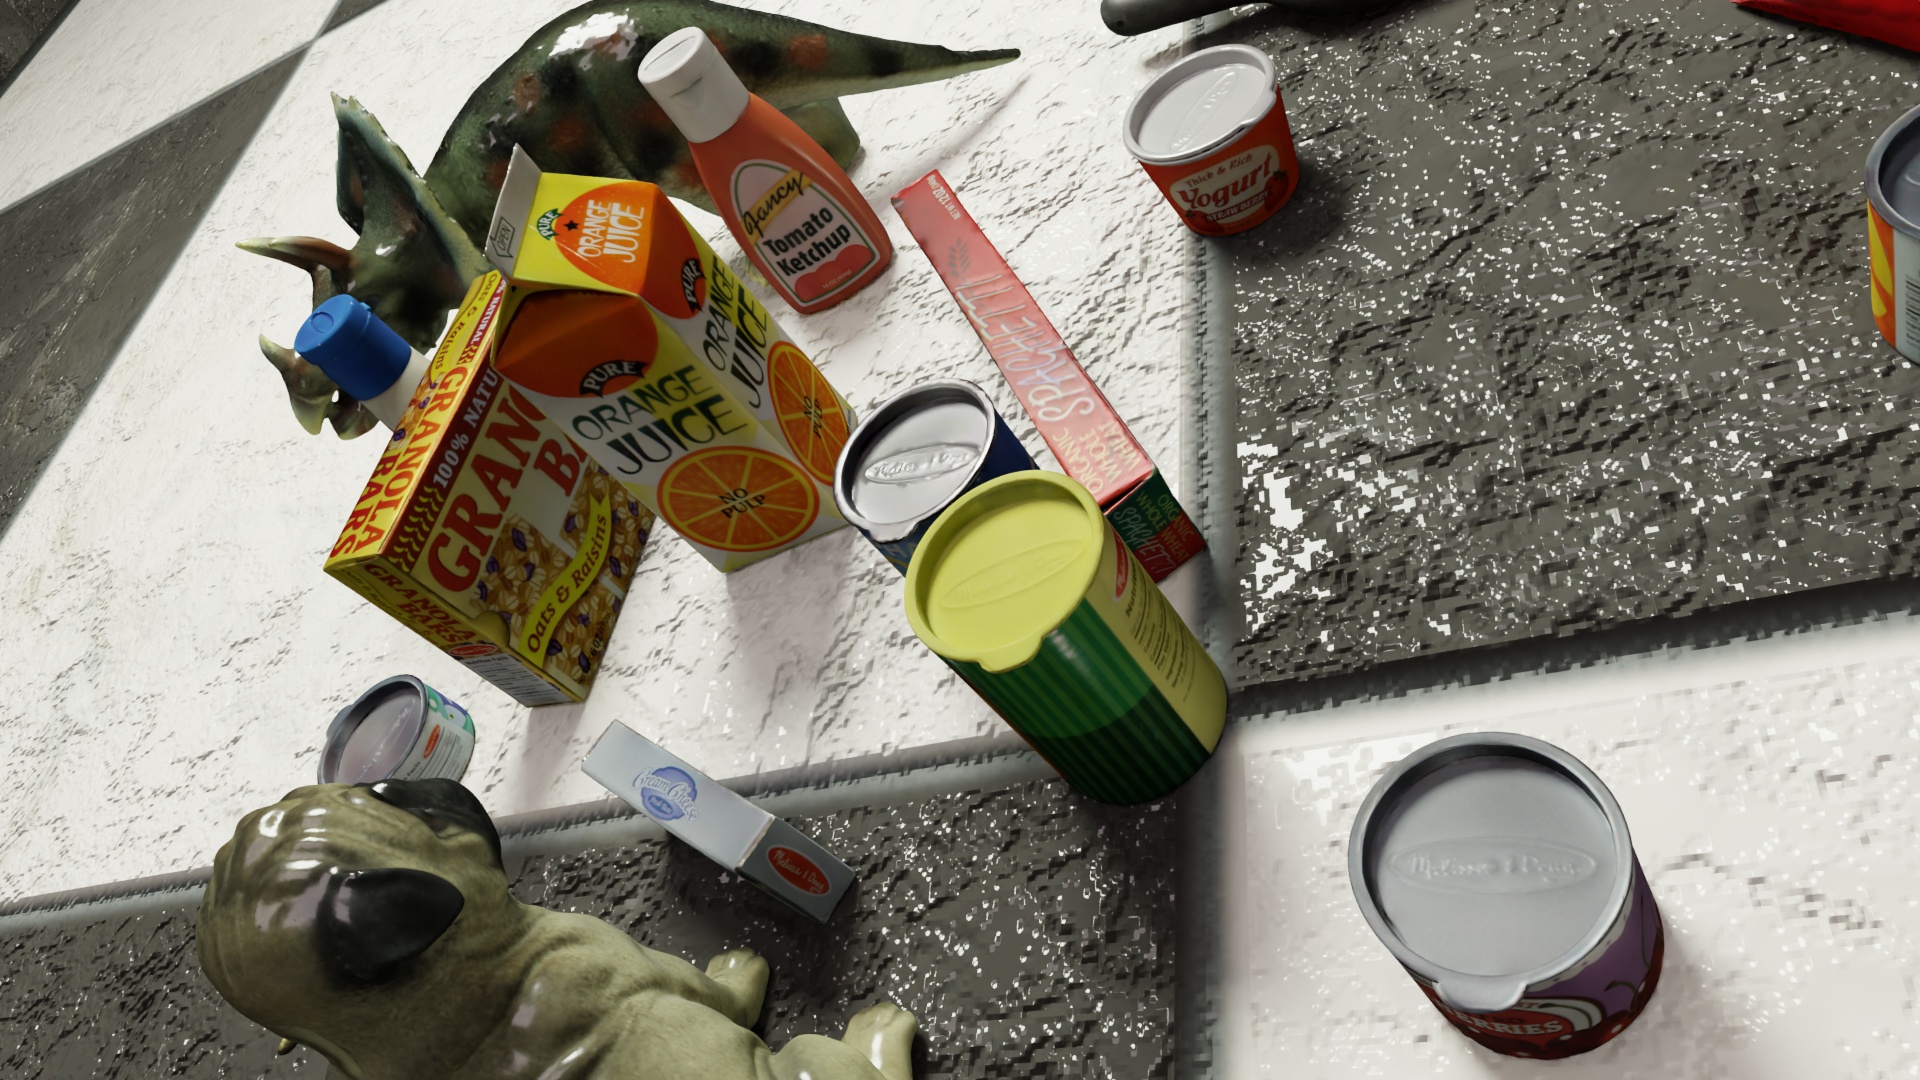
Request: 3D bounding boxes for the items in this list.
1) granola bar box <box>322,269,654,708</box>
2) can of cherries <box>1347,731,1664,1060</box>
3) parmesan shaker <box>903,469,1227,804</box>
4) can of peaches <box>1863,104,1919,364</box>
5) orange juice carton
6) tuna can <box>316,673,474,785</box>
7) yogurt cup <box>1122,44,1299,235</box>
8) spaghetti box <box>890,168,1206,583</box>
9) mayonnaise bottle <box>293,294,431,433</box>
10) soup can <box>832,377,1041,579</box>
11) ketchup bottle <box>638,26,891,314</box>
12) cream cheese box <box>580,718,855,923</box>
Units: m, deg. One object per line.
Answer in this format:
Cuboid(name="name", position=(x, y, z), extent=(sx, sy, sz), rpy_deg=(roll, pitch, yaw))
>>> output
Cuboid(name="granola bar box", position=(-0.198, -0.025, 0.637), extent=(0.039, 0.124, 0.166), rpy_deg=(-9, 52, 30))
Cuboid(name="can of cherries", position=(0.139, 0.093, 0.354), extent=(0.071, 0.058, 0.072), rpy_deg=(-19, 47, 22))
Cuboid(name="parmesan shaker", position=(0.036, 0.036, 0.440), extent=(0.071, 0.102, 0.072), rpy_deg=(-19, 47, 22))
Cuboid(name="can of peaches", position=(0.297, -0.089, 0.394), extent=(0.071, 0.058, 0.071), rpy_deg=(-19, 47, 22))
Cuboid(name="orange juice carton", position=(-0.123, -0.074, 0.576), extent=(0.073, 0.192, 0.072), rpy_deg=(-21, 47, 20))
Cuboid(name="tuna can", position=(-0.265, 0.098, 0.649), extent=(0.071, 0.032, 0.071), rpy_deg=(-19, 47, 22))
Cuboid(name="yogurt cup", position=(0.110, -0.167, 0.591), extent=(0.072, 0.053, 0.073), rpy_deg=(-19, 47, 22))
Cuboid(name="spaghetti box", position=(0.028, -0.078, 0.577), extent=(0.028, 0.050, 0.251), rpy_deg=(-35, 43, 7))
Cuboid(name="mayonnaise bottle", position=(-0.260, -0.060, 0.692), extent=(0.065, 0.147, 0.041), rpy_deg=(28, 75, 45))
Cuboid(name="soup can", position=(0.002, -0.006, 0.513), extent=(0.071, 0.083, 0.072), rpy_deg=(-19, 47, 22))
Cuboid(name="ketchup bottle", position=(-0.096, -0.178, 0.673), extent=(0.064, 0.148, 0.044), rpy_deg=(-29, 44, 12))
Cuboid(name="cream cheese box", position=(-0.091, 0.102, 0.510), extent=(0.104, 0.053, 0.024), rpy_deg=(18, 68, 43))
